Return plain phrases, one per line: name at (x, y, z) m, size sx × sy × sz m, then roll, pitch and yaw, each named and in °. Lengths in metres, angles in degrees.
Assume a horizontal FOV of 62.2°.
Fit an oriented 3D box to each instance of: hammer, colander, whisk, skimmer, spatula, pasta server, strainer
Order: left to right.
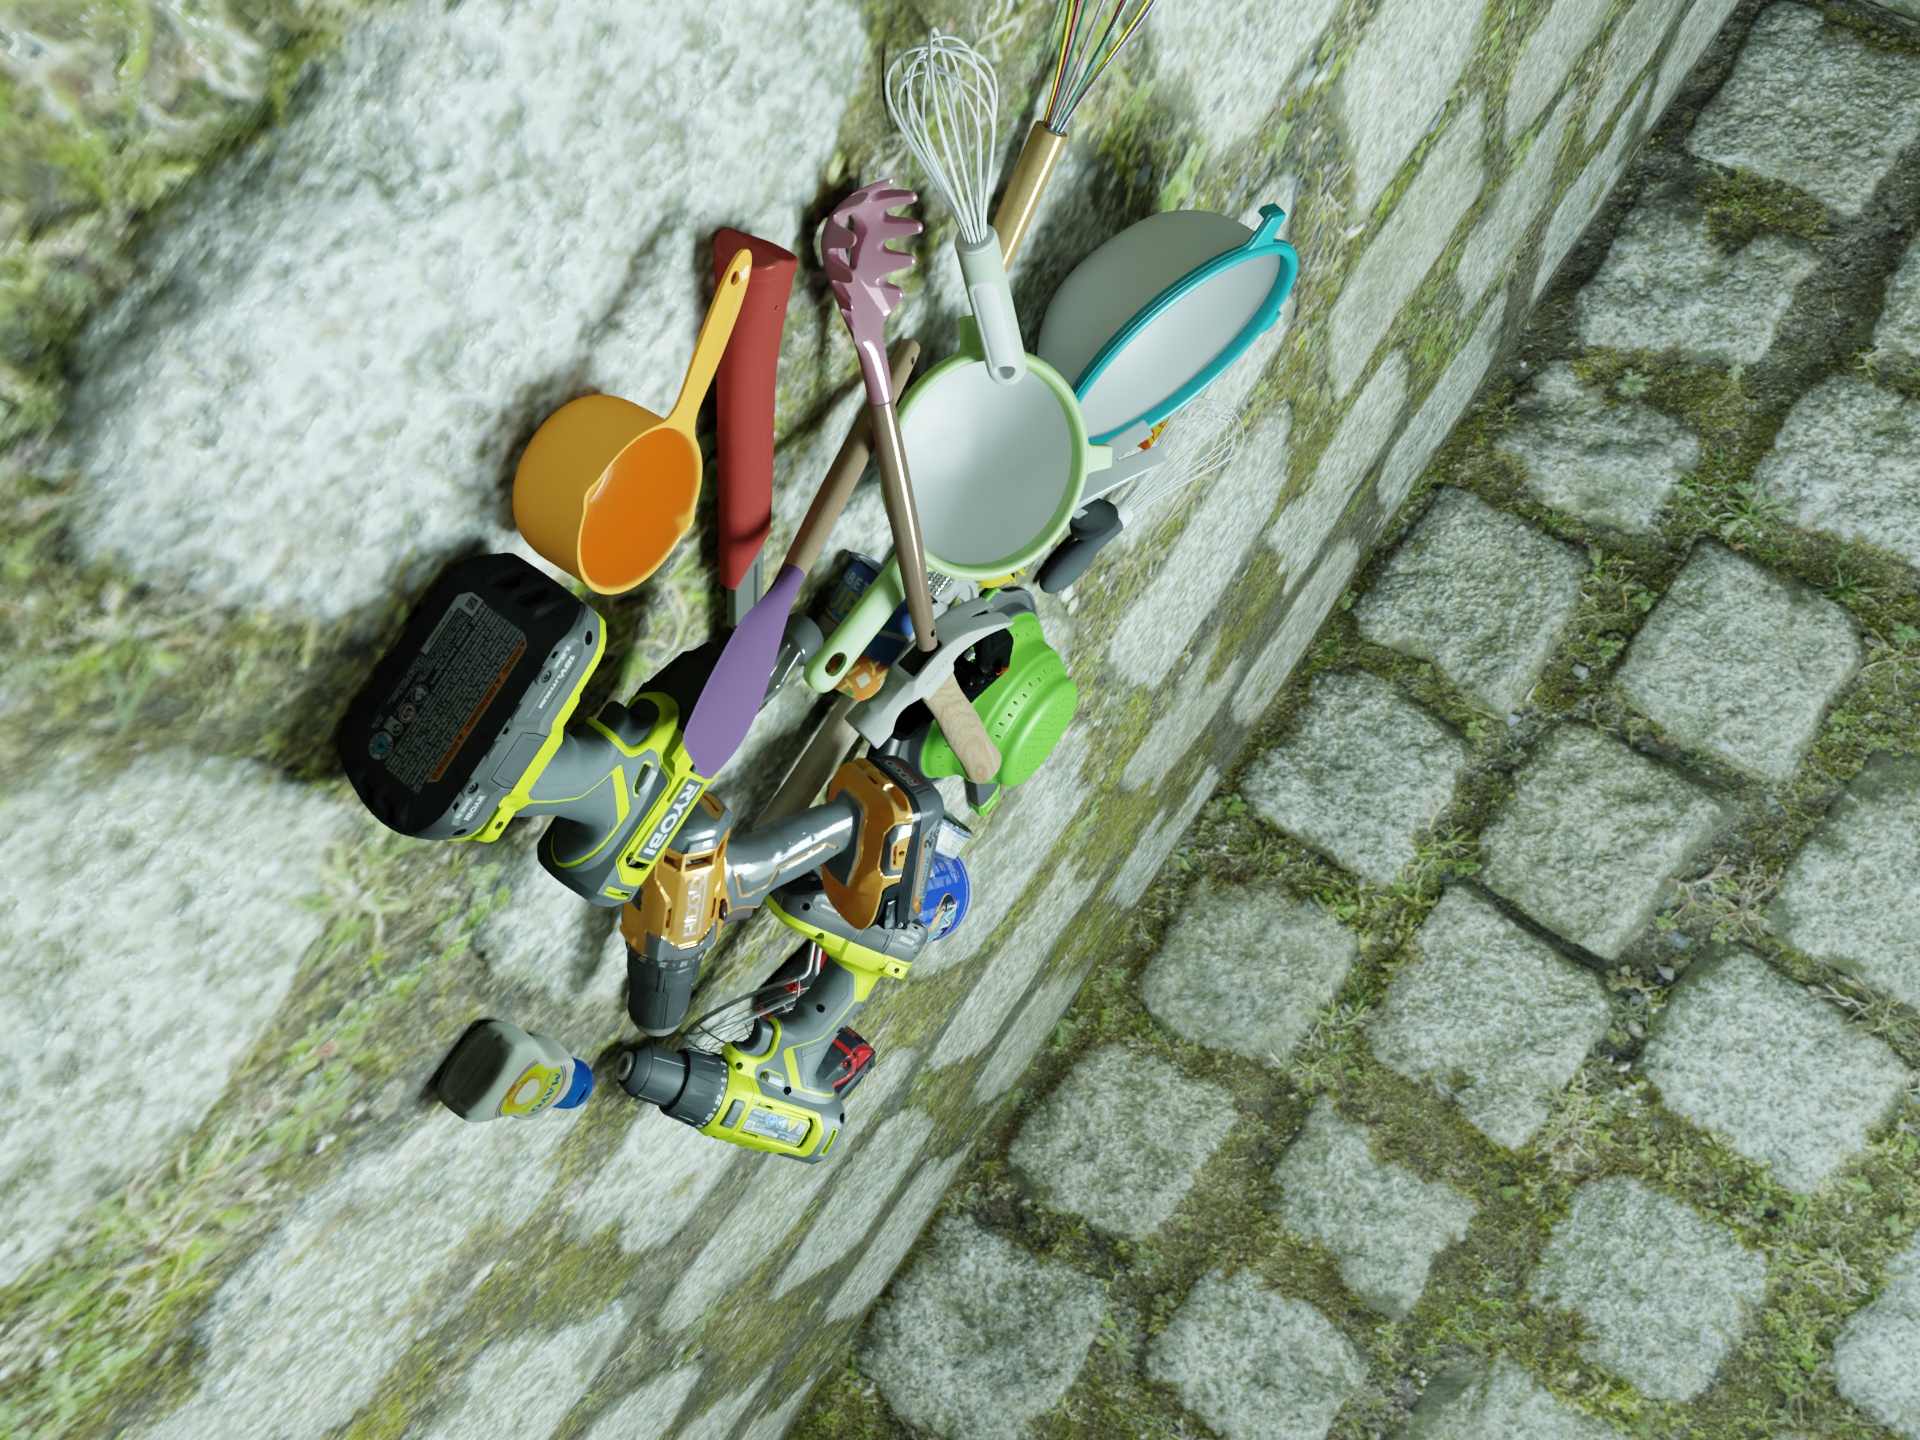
hammer at (-0.128, -0.113, 0.895) m, size 0.149 × 0.037 × 0.358 m, roll -45°, pitch 160°, yaw -32°
hammer at (-0.118, 0.053, 1.203) m, size 0.410 × 0.038 × 0.146 m, roll -55°, pitch 171°, yaw 1°
skimmer at (-0.127, 0.122, 1.324) m, size 0.127 × 0.090 × 0.363 m, roll 4°, pitch 109°, yaw -61°
spatula at (-0.085, -0.103, 0.907) m, size 0.059 × 0.018 × 0.316 m, roll 70°, pitch 37°, yaw -54°
pasta server at (-0.036, -0.162, 0.923) m, size 0.060 × 0.040 × 0.315 m, roll -46°, pitch 143°, yaw -33°
strainer at (-0.028, -0.130, 1.042) m, size 0.151 × 0.069 × 0.256 m, roll 38°, pitch 90°, yaw -34°
hammer at (-0.002, -0.004, 1.195) m, size 0.130 × 0.031 × 0.331 m, roll -49°, pitch 165°, yaw -5°
whisk at (0.007, -0.274, 0.887) m, size 0.246 × 0.058 × 0.059 m, roll 69°, pitch 19°, yaw -57°
colander at (0.044, 0.026, 1.498) m, size 0.204 × 0.094 × 0.396 m, roll -51°, pitch 162°, yaw -17°
whisk at (0.059, -0.372, 0.939) m, size 0.047 × 0.051 × 0.244 m, roll -7°, pitch 136°, yaw -40°
strainer at (0.078, -0.253, 1.137) m, size 0.340 × 0.095 × 0.211 m, roll -36°, pitch 168°, yaw 4°
hammer at (0.101, -0.173, 1.273) m, size 0.146 × 0.035 × 0.335 m, roll -30°, pitch 179°, yaw 11°
whisk at (0.170, -0.212, 1.490) m, size 0.284 × 0.070 × 0.070 m, roll -44°, pitch 159°, yaw -22°

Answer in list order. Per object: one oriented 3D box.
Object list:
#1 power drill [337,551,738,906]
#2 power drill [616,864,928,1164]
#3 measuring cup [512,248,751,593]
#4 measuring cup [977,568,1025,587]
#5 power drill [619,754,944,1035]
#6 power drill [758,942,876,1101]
power drill at (-0.194, 0.003, 0.820) m, size 0.171 × 0.080 × 0.223 m, roll -56°, pitch 159°, yaw 0°
power drill at (-0.145, 0.228, 1.252) m, size 0.190 × 0.080 × 0.228 m, roll 26°, pitch 94°, yaw -30°
measuring cup at (-0.152, -0.148, 0.748) m, size 0.173 × 0.052 × 0.095 m, roll -65°, pitch 161°, yaw 7°
measuring cup at (0.028, -0.128, 1.273) m, size 0.029 × 0.062 × 0.156 m, roll -23°, pitch 174°, yaw 9°
power drill at (-0.132, 0.122, 1.112) m, size 0.226 × 0.084 × 0.185 m, roll -11°, pitch 125°, yaw -37°
power drill at (-0.133, 0.288, 1.535) m, size 0.143 × 0.079 × 0.219 m, roll -44°, pitch 156°, yaw -36°
